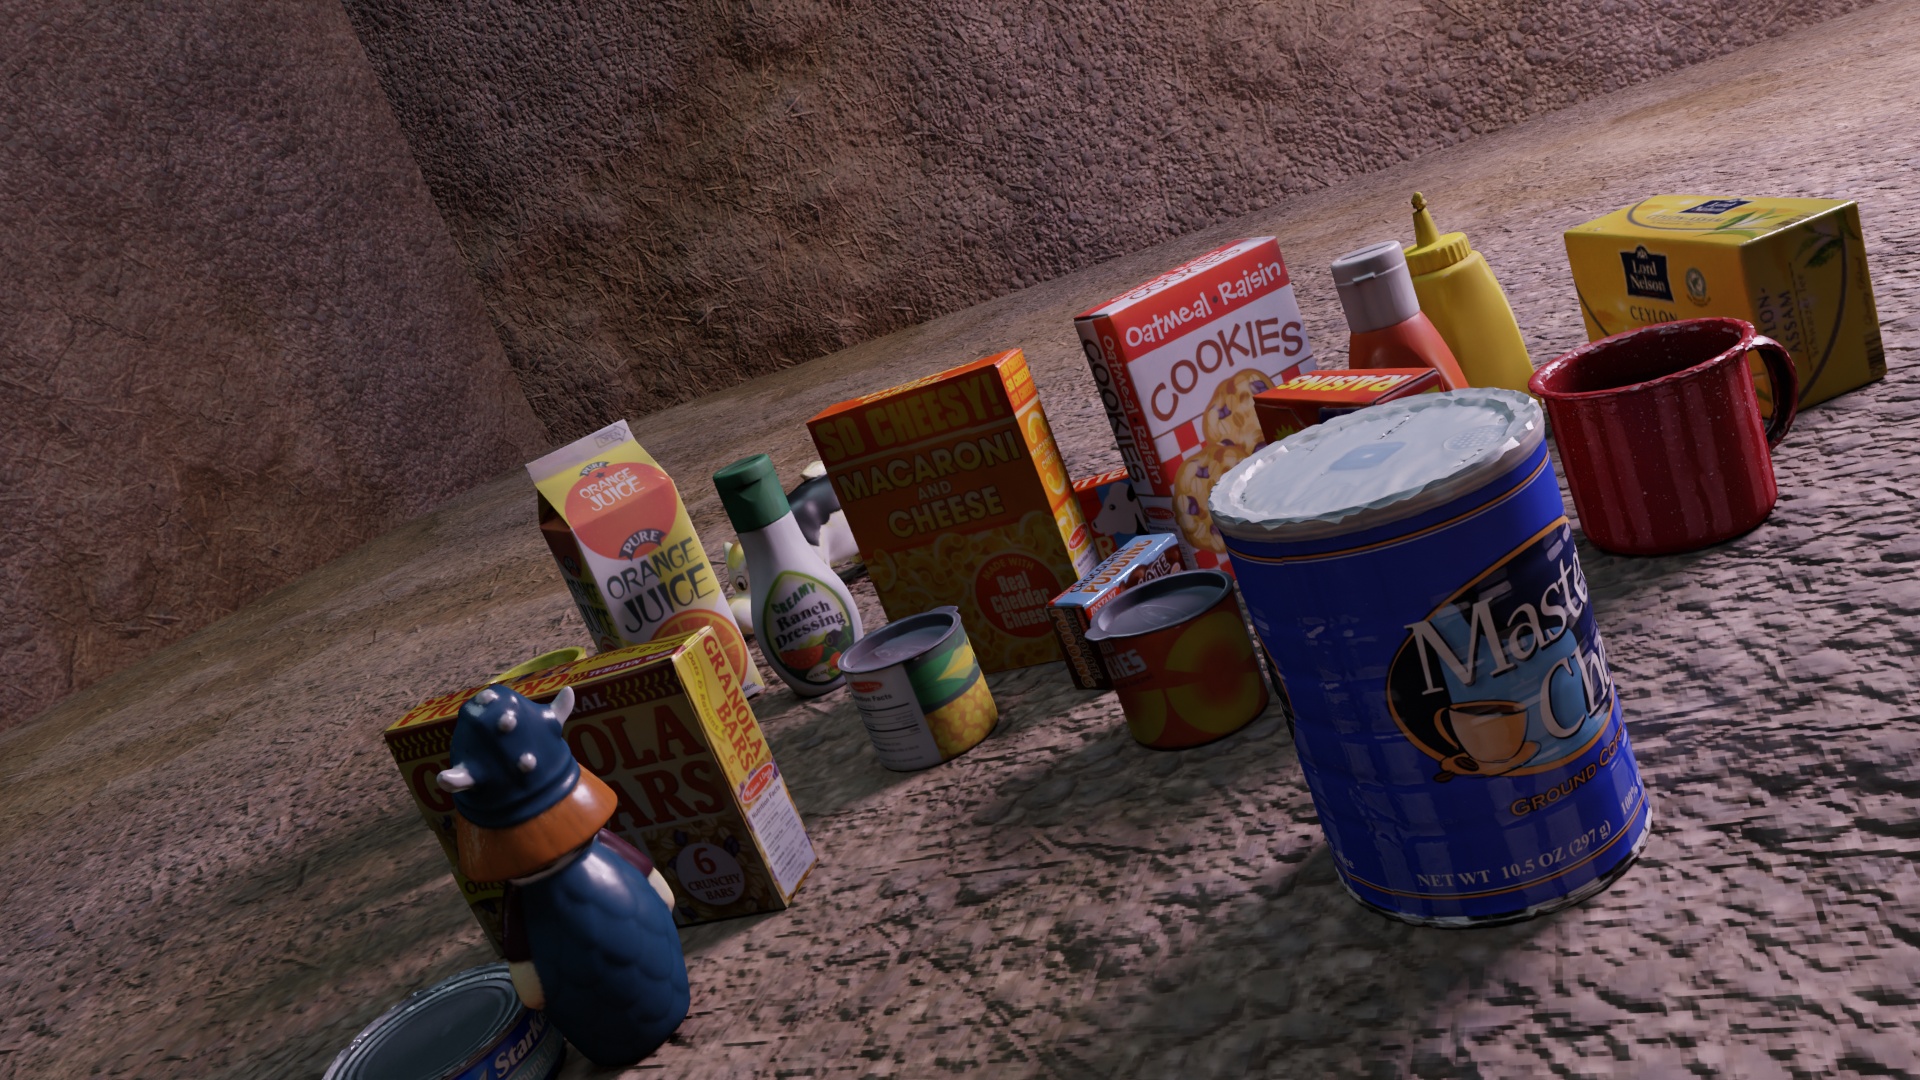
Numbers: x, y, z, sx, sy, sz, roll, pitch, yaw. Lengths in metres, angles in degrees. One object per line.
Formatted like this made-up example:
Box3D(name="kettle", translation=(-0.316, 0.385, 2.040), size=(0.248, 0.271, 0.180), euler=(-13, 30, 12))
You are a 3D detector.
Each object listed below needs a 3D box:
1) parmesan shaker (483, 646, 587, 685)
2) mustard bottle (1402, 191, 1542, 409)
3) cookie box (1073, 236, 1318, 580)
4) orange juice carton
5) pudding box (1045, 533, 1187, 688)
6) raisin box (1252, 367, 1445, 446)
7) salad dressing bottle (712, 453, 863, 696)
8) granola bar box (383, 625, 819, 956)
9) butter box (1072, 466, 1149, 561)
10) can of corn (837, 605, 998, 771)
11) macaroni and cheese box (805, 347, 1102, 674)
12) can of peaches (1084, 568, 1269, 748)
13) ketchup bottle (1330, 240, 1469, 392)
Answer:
Box3D(name="parmesan shaker", translation=(-0.208, 0.117, 0.731), size=(0.071, 0.103, 0.071), euler=(-20, 14, 5))
Box3D(name="mustard bottle", translation=(0.281, -0.122, 0.788), size=(0.065, 0.160, 0.049), euler=(-27, 15, -20))
Box3D(name="cookie box", translation=(0.146, -0.071, 0.782), size=(0.123, 0.167, 0.040), euler=(-28, 15, -24))
Box3D(name="orange juice carton", translation=(-0.204, 0.025, 0.883), size=(0.072, 0.192, 0.073), euler=(-29, 16, -28))
Box3D(name="pudding box", translation=(0.085, 0.035, 0.718), size=(0.030, 0.049, 0.084), euler=(-6, 21, 47))
Box3D(name="raisin box", translation=(0.182, -0.011, 0.602), size=(0.040, 0.123, 0.086), euler=(-26, 15, -17))
Box3D(name="salad dressing bottle", translation=(-0.107, 0.021, 0.848), size=(0.064, 0.147, 0.044), euler=(-23, 14, -6))
Box3D(name="granola bar box", translation=(-0.164, 0.117, 0.627), size=(0.165, 0.124, 0.039), euler=(-16, 15, 22))
Box3D(name="butter box", translation=(0.082, -0.012, 0.890), size=(0.103, 0.053, 0.024), euler=(-15, 15, 25))
Box3D(name="can of corn", translation=(-0.019, 0.075, 0.707), size=(0.071, 0.058, 0.071), euler=(-20, 14, 5))
Box3D(name="macaroni and cheese box", translation=(0.003, -0.010, 0.765), size=(0.123, 0.166, 0.040), euler=(-14, 16, 28))
Box3D(name="can of peaches", translation=(0.096, 0.053, 0.620), size=(0.071, 0.058, 0.071), euler=(-20, 14, 5))
Box3D(name="ketchup bottle", translation=(0.234, -0.081, 0.730), size=(0.064, 0.148, 0.044), euler=(-14, 16, 29))
